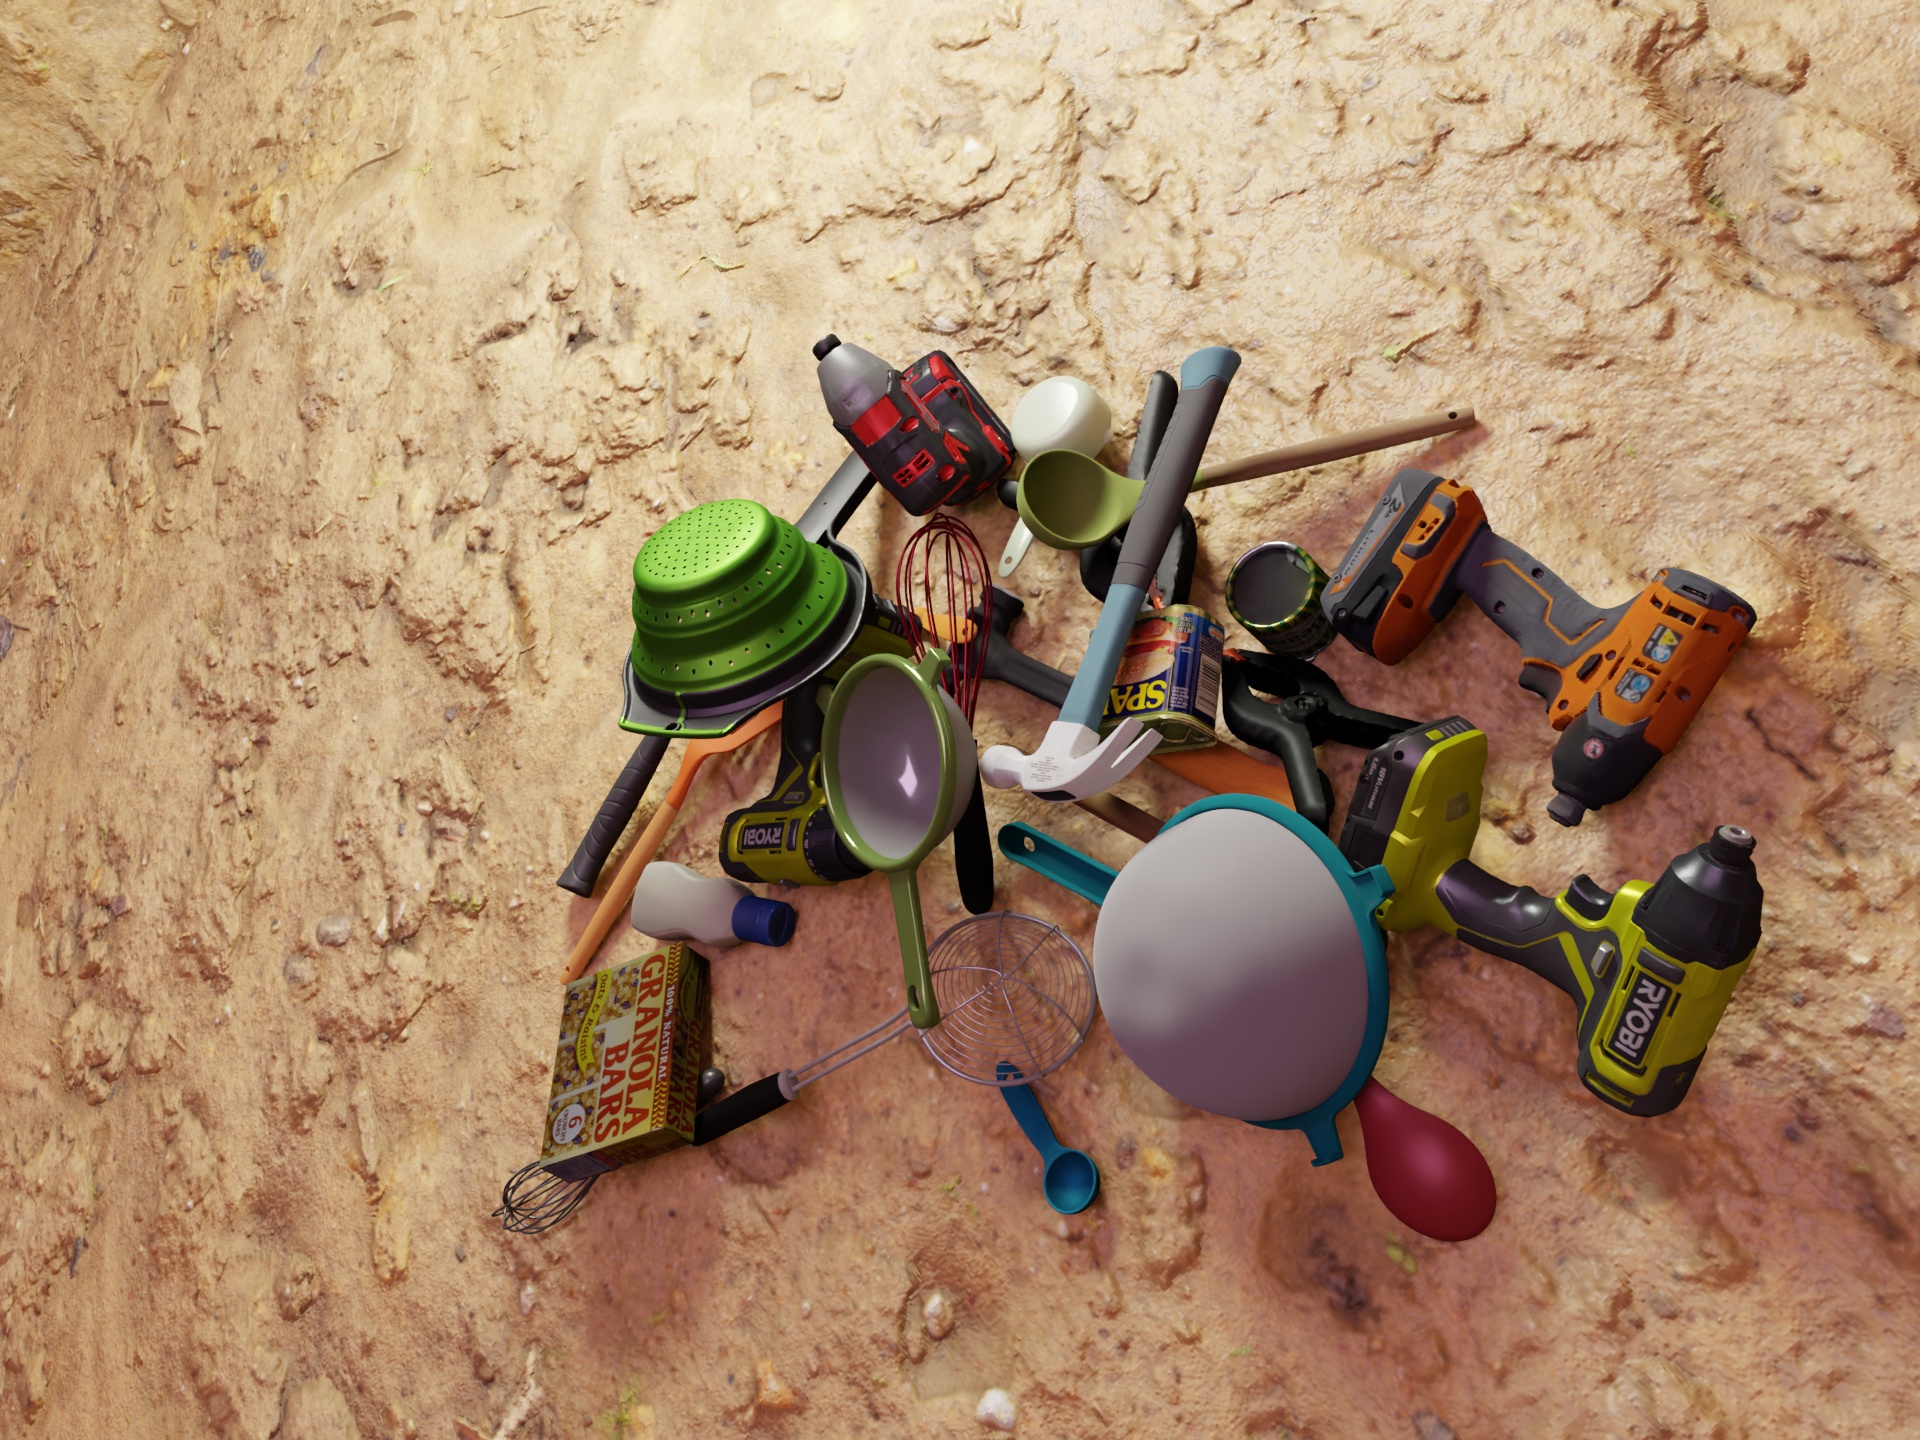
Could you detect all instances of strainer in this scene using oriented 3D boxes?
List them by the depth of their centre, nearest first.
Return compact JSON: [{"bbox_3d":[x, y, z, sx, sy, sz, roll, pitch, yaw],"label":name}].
[{"bbox_3d":[0.110,0.136,1.019,0.341,0.095,0.211,25,115,47],"label":"strainer"},{"bbox_3d":[-0.023,0.080,1.100,0.151,0.069,0.256,-16,81,51],"label":"strainer"}]

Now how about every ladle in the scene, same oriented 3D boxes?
[{"bbox_3d":[0.218,0.178,0.985,0.069,0.031,0.316,-45,61,25],"label":"ladle"},{"bbox_3d":[0.195,-0.181,1.116,0.320,0.062,0.078,-11,68,17],"label":"ladle"}]

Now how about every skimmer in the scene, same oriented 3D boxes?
[{"bbox_3d":[-0.065,0.251,1.174,0.363,0.090,0.127,-33,55,32],"label":"skimmer"}]

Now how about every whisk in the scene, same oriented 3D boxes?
[{"bbox_3d":[-0.002,-0.004,1.160,0.073,0.073,0.296,-4,94,33],"label":"whisk"},{"bbox_3d":[-0.283,0.343,1.275,0.239,0.055,0.055,-35,57,14],"label":"whisk"}]

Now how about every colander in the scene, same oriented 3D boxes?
[{"bbox_3d":[-0.142,-0.154,1.230,0.204,0.094,0.397,4,45,31],"label":"colander"}]

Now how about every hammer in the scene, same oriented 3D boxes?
[{"bbox_3d":[0.116,-0.101,1.069,0.128,0.033,0.331,9,75,51],"label":"hammer"},{"bbox_3d":[0.115,0.008,1.142,0.337,0.034,0.127,26,87,37],"label":"hammer"},{"bbox_3d":[-0.259,0.010,1.367,0.334,0.035,0.146,-59,21,11],"label":"hammer"}]

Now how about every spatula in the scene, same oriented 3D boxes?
[{"bbox_3d":[-0.252,0.094,1.363,0.081,0.041,0.322,38,99,37],"label":"spatula"}]

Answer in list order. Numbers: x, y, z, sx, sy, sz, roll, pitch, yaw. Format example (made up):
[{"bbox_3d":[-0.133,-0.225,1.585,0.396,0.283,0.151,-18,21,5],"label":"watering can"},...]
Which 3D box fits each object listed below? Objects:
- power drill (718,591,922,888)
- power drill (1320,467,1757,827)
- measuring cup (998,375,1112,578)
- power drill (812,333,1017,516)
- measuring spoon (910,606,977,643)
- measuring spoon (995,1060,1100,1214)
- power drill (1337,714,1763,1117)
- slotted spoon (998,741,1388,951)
[{"bbox_3d":[-0.098,0.017,1.238,0.190,0.080,0.229,-7,69,46],"label":"power drill"},{"bbox_3d":[0.342,-0.046,0.984,0.227,0.084,0.164,34,94,34],"label":"power drill"},{"bbox_3d":[0.057,-0.188,1.209,0.083,0.038,0.168,12,72,40],"label":"measuring cup"},{"bbox_3d":[-0.037,-0.225,1.200,0.078,0.219,0.143,-39,89,16],"label":"power drill"},{"bbox_3d":[-0.015,-0.076,1.243,0.021,0.011,0.117,-63,27,-2],"label":"measuring spoon"},{"bbox_3d":[0.060,0.284,1.091,0.042,0.021,0.129,-47,45,11],"label":"measuring spoon"},{"bbox_3d":[0.332,0.095,0.904,0.223,0.080,0.171,34,127,38],"label":"power drill"},{"bbox_3d":[0.144,0.085,1.078,0.314,0.031,0.070,29,95,33],"label":"slotted spoon"}]
